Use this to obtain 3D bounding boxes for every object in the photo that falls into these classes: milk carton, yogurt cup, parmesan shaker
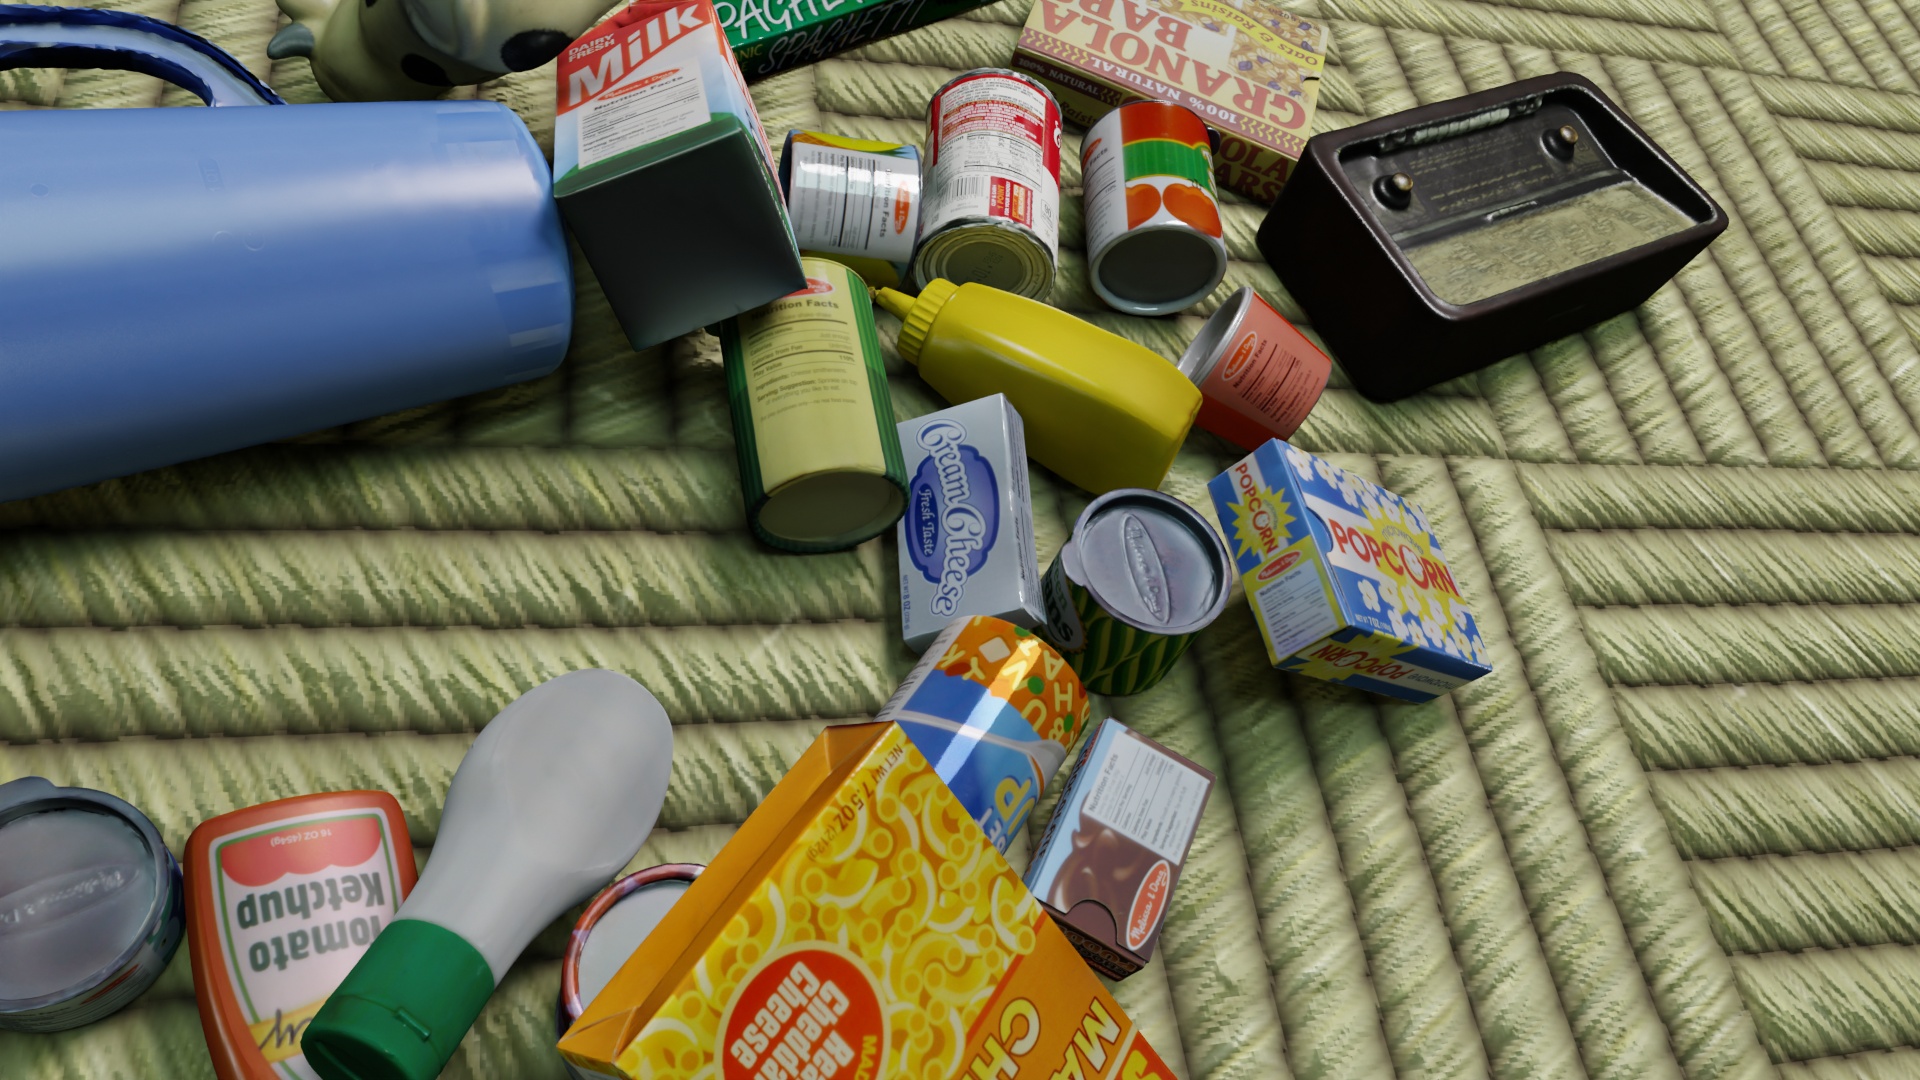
[{"bbox_3d":[-0.120,-0.165,0.580,0.073,0.072,0.191,-20,41,1],"label":"milk carton"},{"bbox_3d":[0.133,-0.075,0.641,0.054,0.072,0.073,33,55,-5],"label":"yogurt cup"},{"bbox_3d":[-0.064,-0.053,0.564,0.071,0.071,0.103,-2,60,-19],"label":"parmesan shaker"}]

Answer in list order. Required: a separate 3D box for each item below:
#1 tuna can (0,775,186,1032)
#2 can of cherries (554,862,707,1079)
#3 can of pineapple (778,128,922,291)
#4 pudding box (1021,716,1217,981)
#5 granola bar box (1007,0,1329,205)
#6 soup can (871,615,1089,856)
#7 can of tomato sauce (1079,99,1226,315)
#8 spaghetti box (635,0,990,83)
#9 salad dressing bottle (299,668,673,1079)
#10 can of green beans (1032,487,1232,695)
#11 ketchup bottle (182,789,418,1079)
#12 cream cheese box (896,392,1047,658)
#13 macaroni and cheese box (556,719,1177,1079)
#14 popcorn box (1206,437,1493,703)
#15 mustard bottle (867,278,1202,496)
[{"bbox_3d":[-0.271,0.108,0.415,0.071,0.032,0.071,8,57,-13],"label":"tuna can"},{"bbox_3d":[-0.091,0.139,0.436,0.071,0.058,0.072,8,57,-12],"label":"can of cherries"},{"bbox_3d":[-0.053,-0.149,0.629,0.058,0.070,0.071,4,58,-15],"label":"can of pineapple"},{"bbox_3d":[0.057,0.113,0.516,0.050,0.030,0.084,29,55,1],"label":"pudding box"},{"bbox_3d":[0.117,-0.266,0.771,0.165,0.038,0.125,21,55,-3],"label":"granola bar box"},{"bbox_3d":[0.002,0.079,0.498,0.071,0.071,0.084,35,55,6],"label":"soup can"},{"bbox_3d":[0.095,-0.162,0.681,0.071,0.070,0.083,8,58,-13],"label":"can of tomato sauce"},{"bbox_3d":[-0.058,-0.290,0.738,0.251,0.028,0.050,-31,71,-31],"label":"spaghetti box"},{"bbox_3d":[-0.140,0.101,0.427,0.064,0.044,0.148,47,34,-15],"label":"salad dressing bottle"},{"bbox_3d":[0.067,0.021,0.560,0.071,0.057,0.071,8,57,-13],"label":"can of green beans"},{"bbox_3d":[-0.186,0.150,0.408,0.065,0.043,0.149,-6,61,-32],"label":"ketchup bottle"},{"bbox_3d":[0.002,-0.007,0.563,0.053,0.024,0.104,-16,57,18],"label":"cream cheese box"},{"bbox_3d":[-0.017,0.157,0.412,0.166,0.040,0.124,53,54,-18],"label":"macaroni and cheese box"},{"bbox_3d":[0.162,0.016,0.574,0.127,0.038,0.085,16,50,-44],"label":"popcorn box"},{"bbox_3d":[0.024,-0.077,0.608,0.160,0.065,0.049,30,50,8],"label":"mustard bottle"}]
